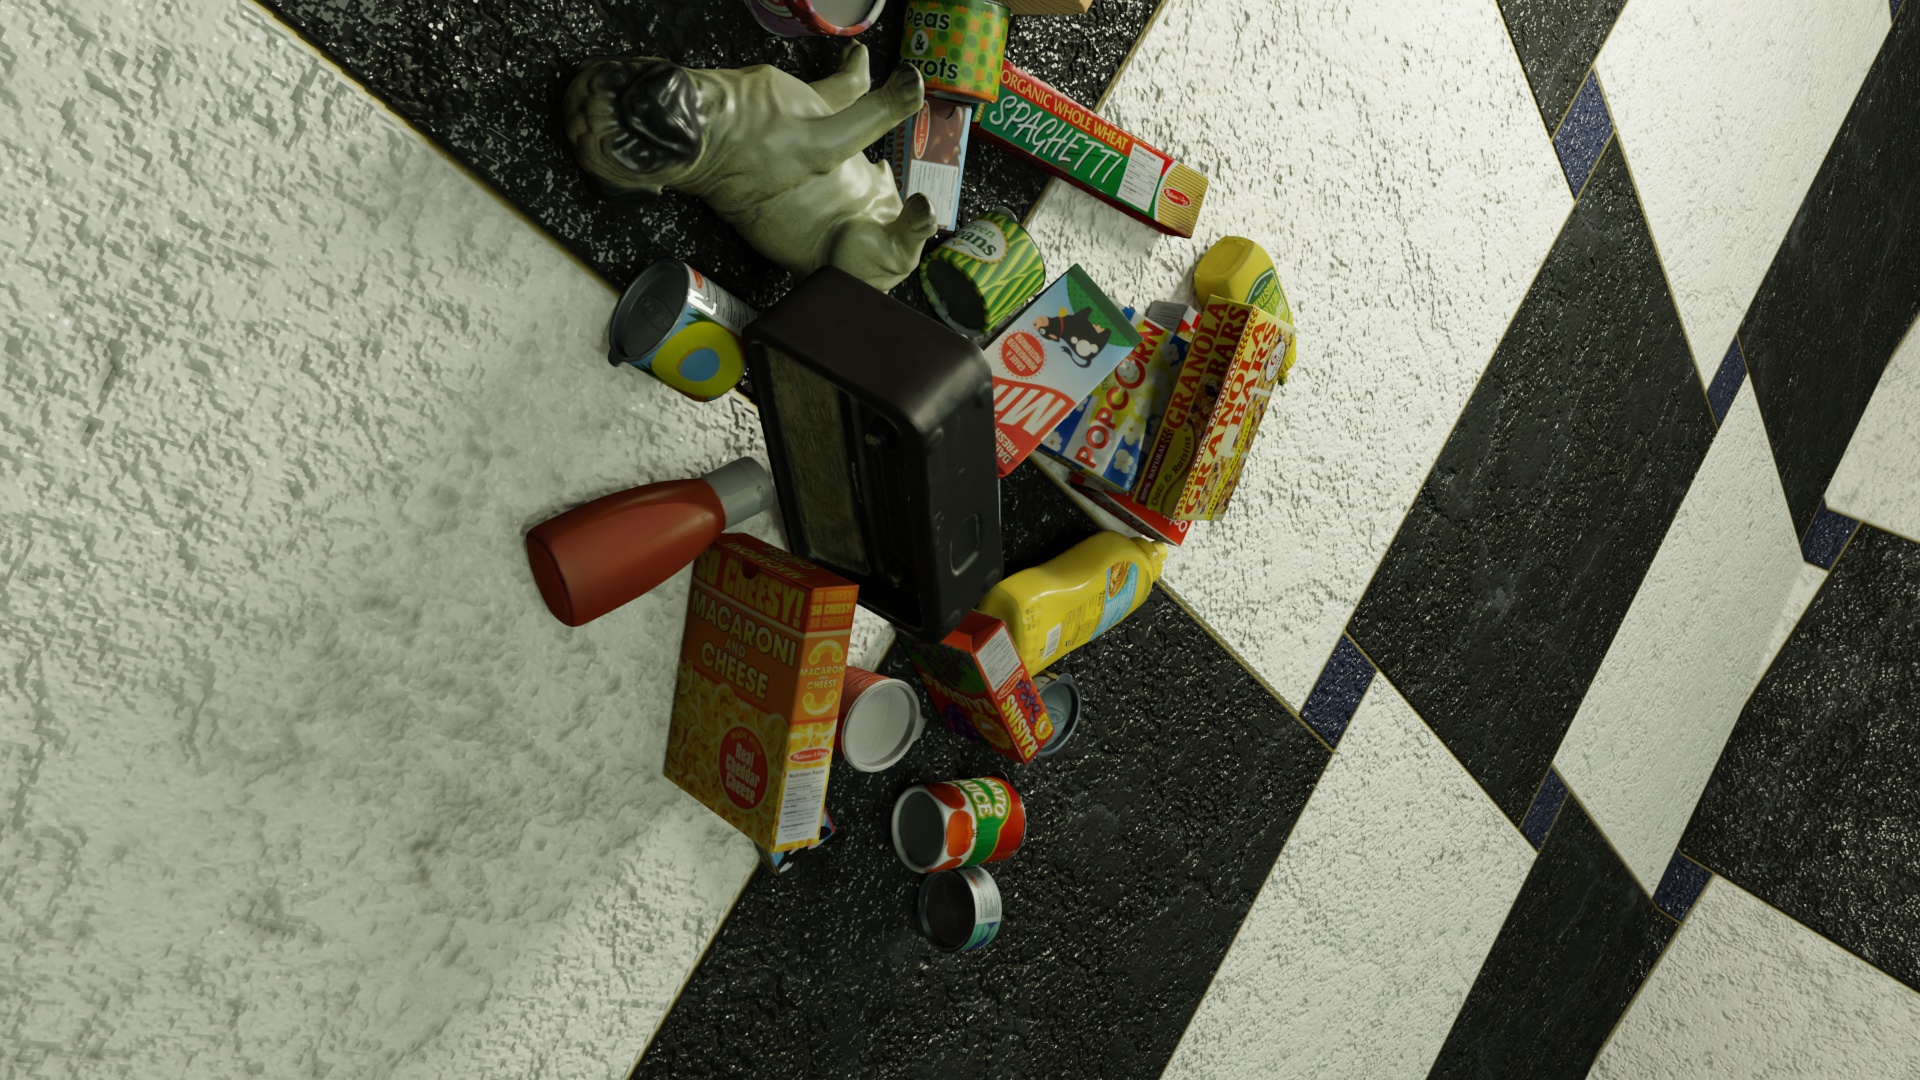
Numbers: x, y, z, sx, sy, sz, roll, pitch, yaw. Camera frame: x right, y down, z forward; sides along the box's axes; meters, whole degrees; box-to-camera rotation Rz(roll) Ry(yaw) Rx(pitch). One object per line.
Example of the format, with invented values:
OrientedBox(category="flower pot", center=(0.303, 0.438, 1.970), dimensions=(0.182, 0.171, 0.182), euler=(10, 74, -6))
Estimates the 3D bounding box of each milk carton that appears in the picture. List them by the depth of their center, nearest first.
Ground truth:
OrientedBox(category="milk carton", center=(0.030, -0.098, 0.960), dimensions=(0.073, 0.072, 0.191), euler=(47, 71, -7))

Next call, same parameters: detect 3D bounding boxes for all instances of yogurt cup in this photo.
OrientedBox(category="yogurt cup", center=(-0.070, 0.122, 0.978), dimensions=(0.072, 0.054, 0.072), euler=(-17, 116, -38))

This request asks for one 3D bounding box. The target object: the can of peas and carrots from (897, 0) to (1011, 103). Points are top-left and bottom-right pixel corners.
OrientedBox(category="can of peas and carrots", center=(-0.006, -0.309, 0.871), dimensions=(0.071, 0.071, 0.058), euler=(-4, 108, -42))

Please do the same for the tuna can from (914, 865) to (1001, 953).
OrientedBox(category="tuna can", center=(-0.003, 0.292, 1.098), dimensions=(0.033, 0.071, 0.071), euler=(9, 99, -45))

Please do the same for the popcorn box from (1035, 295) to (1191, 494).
OrientedBox(category="popcorn box", center=(0.114, -0.109, 1.051), dimensions=(0.085, 0.038, 0.127), euler=(28, 84, -10))

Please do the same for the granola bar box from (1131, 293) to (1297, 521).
OrientedBox(category="granola bar box", center=(0.196, -0.098, 1.066), dimensions=(0.124, 0.039, 0.165), euler=(0, 112, -62))

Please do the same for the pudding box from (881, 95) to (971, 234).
OrientedBox(category="pudding box", center=(-0.024, -0.245, 0.904), dimensions=(0.050, 0.030, 0.083), euler=(-4, 107, -41))

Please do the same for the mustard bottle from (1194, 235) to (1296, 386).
OrientedBox(category="mustard bottle", center=(0.250, -0.184, 1.171), dimensions=(0.065, 0.049, 0.159), euler=(-53, 133, -13))

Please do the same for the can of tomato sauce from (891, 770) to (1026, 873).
OrientedBox(category="can of tomato sauce", center=(-0.001, 0.216, 1.069), dimensions=(0.083, 0.071, 0.071), euler=(3, 103, -43))

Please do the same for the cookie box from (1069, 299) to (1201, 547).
OrientedBox(category="cookie box", center=(0.168, -0.093, 1.135), dimensions=(0.123, 0.040, 0.167), euler=(30, 83, -45))

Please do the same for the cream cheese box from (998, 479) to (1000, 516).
OrientedBox(category="cream cheese box", center=(0.004, -0.013, 1.019), dimensions=(0.053, 0.024, 0.103), euler=(-18, 117, -38))

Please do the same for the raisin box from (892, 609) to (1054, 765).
OrientedBox(category="raisin box", center=(0.011, 0.101, 1.024), dimensions=(0.040, 0.086, 0.123), euler=(-46, 131, -27))

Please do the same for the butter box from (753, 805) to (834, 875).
OrientedBox(category="butter box", center=(-0.127, 0.179, 0.967), dimensions=(0.053, 0.024, 0.103), euler=(-34, 126, -29))

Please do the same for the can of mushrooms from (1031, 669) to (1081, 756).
OrientedBox(category="can of mushrooms", center=(0.065, 0.136, 1.125), dimensions=(0.071, 0.033, 0.070), euler=(-17, 116, -38))

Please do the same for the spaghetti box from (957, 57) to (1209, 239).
OrientedBox(category="spaghetti box", center=(0.093, -0.280, 1.002), dimensions=(0.250, 0.029, 0.050), euler=(12, 96, -45))

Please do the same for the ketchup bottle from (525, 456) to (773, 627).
OrientedBox(category="ketchup bottle", center=(-0.182, -0.006, 0.834), dimensions=(0.149, 0.043, 0.064), euler=(-29, 124, -33))

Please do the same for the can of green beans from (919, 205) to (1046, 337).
OrientedBox(category="can of green beans", center=(0.014, -0.180, 0.939), dimensions=(0.058, 0.071, 0.071), euler=(-41, 129, -24))

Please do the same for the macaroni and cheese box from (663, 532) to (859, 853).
OrientedBox(category="macaroni and cheese box", center=(-0.127, 0.091, 0.864), dimensions=(0.040, 0.124, 0.166), euler=(-1, 106, -44))

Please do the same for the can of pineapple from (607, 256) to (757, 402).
OrientedBox(category="can of pineapple", center=(-0.159, -0.119, 0.799), dimensions=(0.058, 0.071, 0.071), euler=(31, 84, -45))

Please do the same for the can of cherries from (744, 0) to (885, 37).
OrientedBox(category="can of cherries", center=(-0.086, -0.324, 0.797), dimensions=(0.072, 0.058, 0.071), euler=(-18, 117, -39))
